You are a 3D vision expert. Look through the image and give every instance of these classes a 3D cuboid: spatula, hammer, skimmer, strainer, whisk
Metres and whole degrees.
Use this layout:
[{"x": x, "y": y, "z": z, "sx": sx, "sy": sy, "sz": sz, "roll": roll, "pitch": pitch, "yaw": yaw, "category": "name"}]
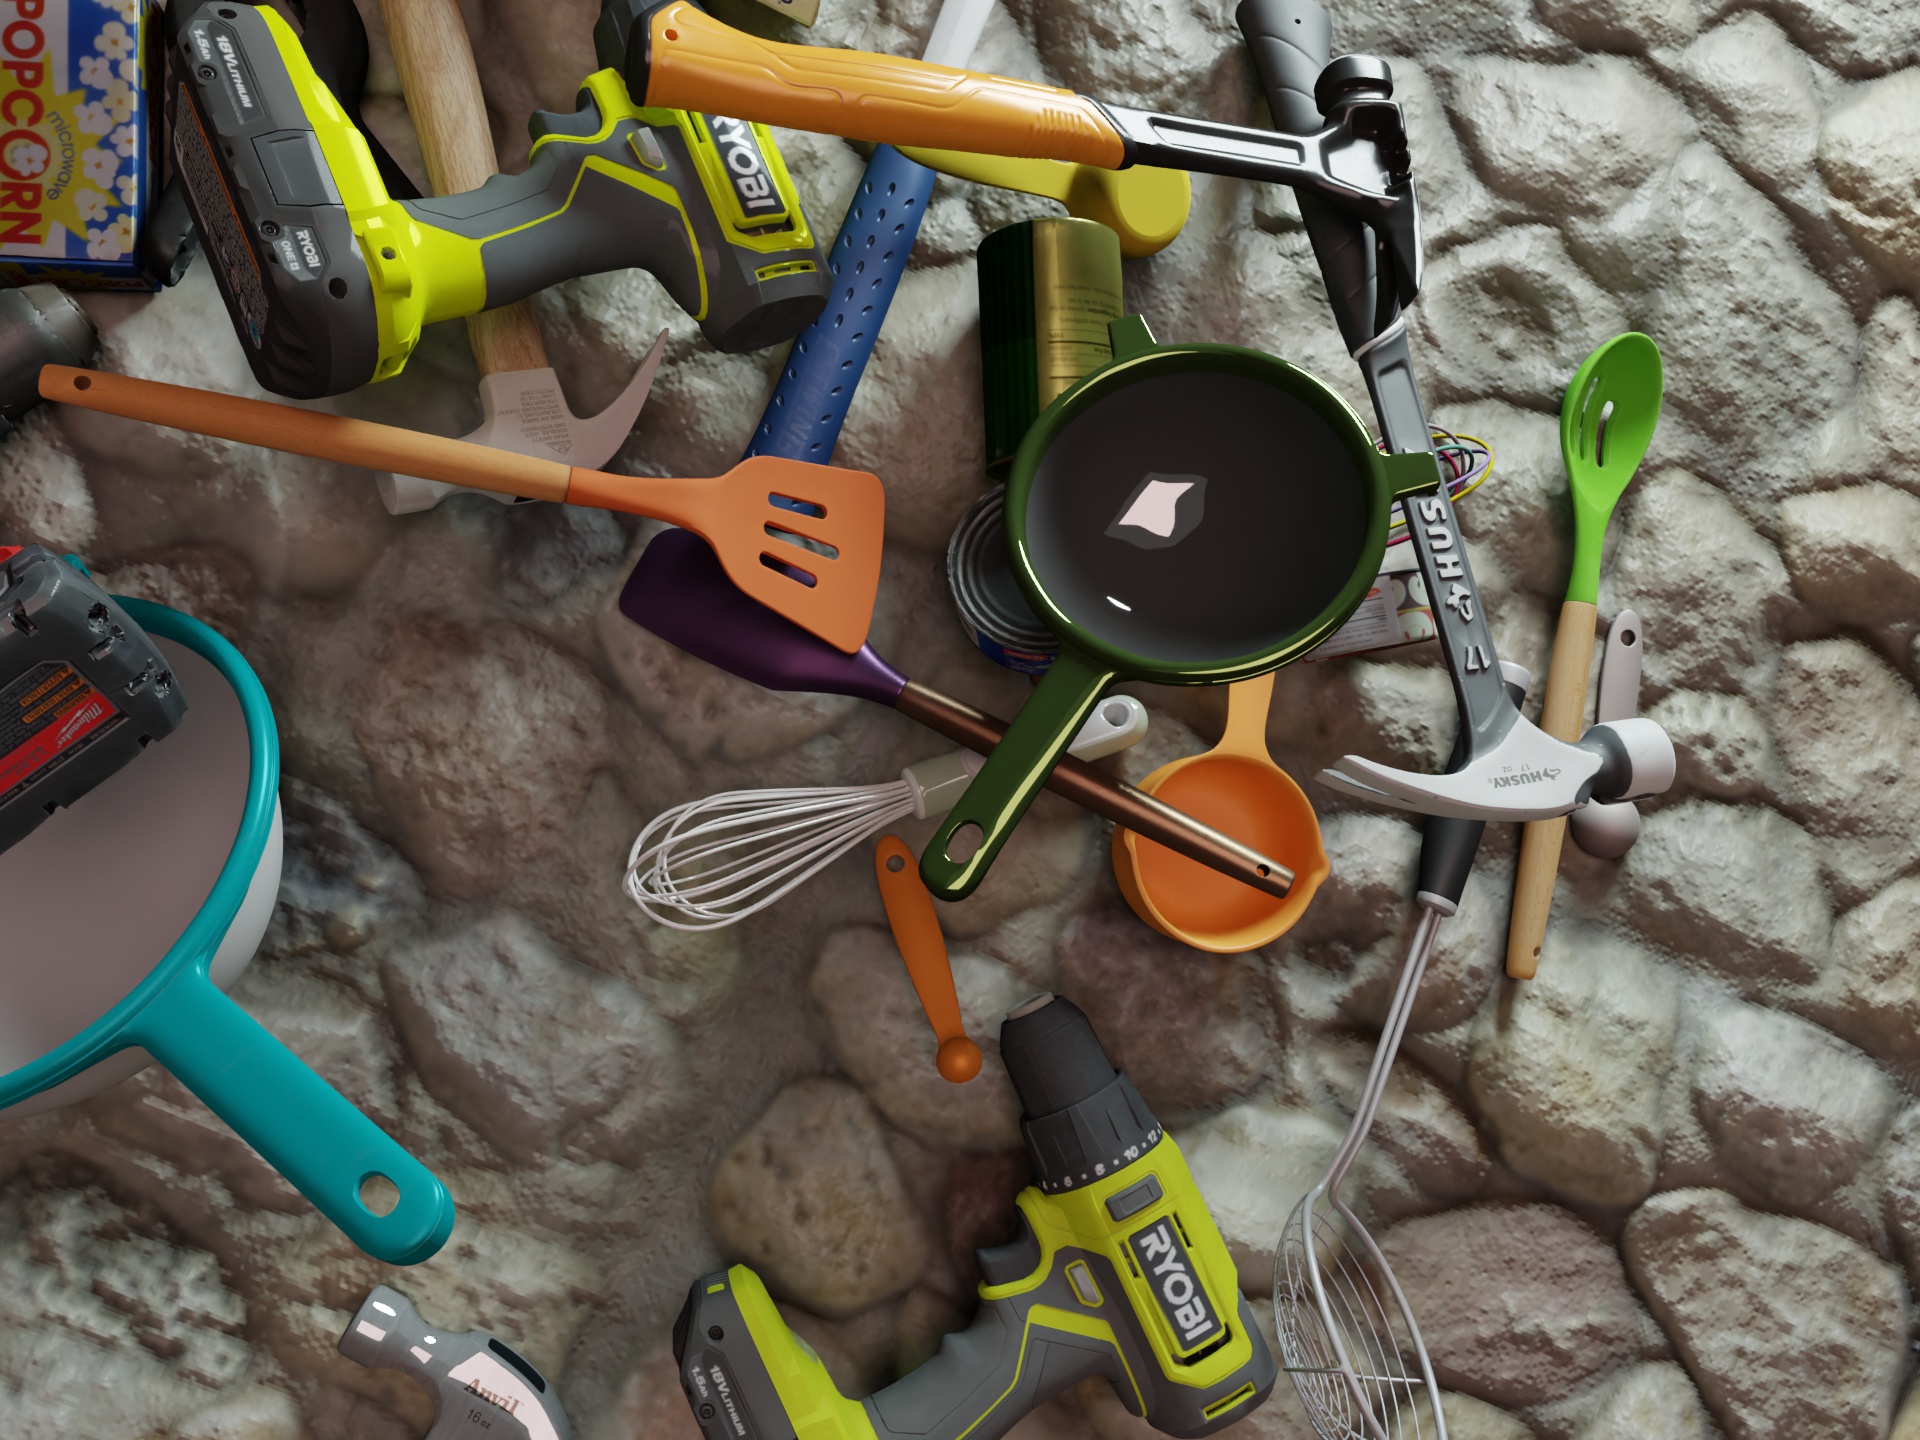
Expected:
[{"x": -0.180, "y": -0.094, "z": 0.626, "sx": 0.322, "sy": 0.041, "sz": 0.081, "roll": 10, "pitch": 79, "yaw": -17, "category": "spatula"}, {"x": 0.185, "y": -0.151, "z": 0.706, "sx": 0.149, "sy": 0.036, "sz": 0.409, "roll": -7, "pitch": 73, "yaw": -15, "category": "hammer"}, {"x": 0.223, "y": 0.146, "z": 0.711, "sx": 0.127, "sy": 0.090, "sz": 0.363, "roll": 36, "pitch": 72, "yaw": -51, "category": "skimmer"}, {"x": -0.212, "y": -0.255, "z": 0.668, "sx": 0.130, "sy": 0.031, "sz": 0.331, "roll": -14, "pitch": 89, "yaw": -29, "category": "hammer"}, {"x": 0.065, "y": -0.030, "z": 0.635, "sx": 0.151, "sy": 0.069, "sz": 0.256, "roll": 31, "pitch": 77, "yaw": 19, "category": "strainer"}, {"x": -0.028, "y": 0.034, "z": 0.696, "sx": 0.246, "sy": 0.059, "sz": 0.058, "roll": -18, "pitch": 62, "yaw": -15, "category": "whisk"}, {"x": -0.001, "y": -0.002, "z": 0.685, "sx": 0.316, "sy": 0.018, "sz": 0.060, "roll": 27, "pitch": 79, "yaw": 7, "category": "spatula"}, {"x": -0.011, "y": -0.275, "z": 0.724, "sx": 0.144, "sy": 0.035, "sz": 0.405, "roll": 22, "pitch": 83, "yaw": -8, "category": "hammer"}, {"x": -0.266, "y": 0.404, "z": 0.633, "sx": 0.128, "sy": 0.033, "sz": 0.331, "roll": 30, "pitch": 82, "yaw": -6, "category": "hammer"}, {"x": -0.288, "y": 0.093, "z": 0.570, "sx": 0.340, "sy": 0.095, "sz": 0.211, "roll": 31, "pitch": 67, "yaw": 23, "category": "strainer"}, {"x": 0.139, "y": -0.076, "z": 0.740, "sx": 0.245, "sy": 0.051, "sz": 0.047, "roll": -26, "pitch": 70, "yaw": -7, "category": "whisk"}, {"x": 0.035, "y": -0.237, "z": 0.649, "sx": 0.336, "sy": 0.034, "sz": 0.127, "roll": 2, "pitch": 70, "yaw": -17, "category": "hammer"}]

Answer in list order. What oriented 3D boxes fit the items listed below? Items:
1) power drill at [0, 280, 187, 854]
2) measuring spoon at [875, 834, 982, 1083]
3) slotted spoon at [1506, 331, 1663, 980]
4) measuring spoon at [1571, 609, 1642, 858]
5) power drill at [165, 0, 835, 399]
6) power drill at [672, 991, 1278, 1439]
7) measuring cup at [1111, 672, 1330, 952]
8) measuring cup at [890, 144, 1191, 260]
[{"x": -0.374, "y": -0.066, "z": 0.583, "sx": 0.188, "sy": 0.080, "sz": 0.227, "roll": -40, "pitch": 58, "yaw": -17, "category": "power drill"}, {"x": -0.016, "y": 0.100, "z": 0.686, "sx": 0.021, "sy": 0.011, "sz": 0.117, "roll": -17, "pitch": 64, "yaw": -6, "category": "measuring spoon"}, {"x": 0.293, "y": -0.031, "z": 0.766, "sx": 0.070, "sy": 0.031, "sz": 0.314, "roll": 12, "pitch": 86, "yaw": -36, "category": "slotted spoon"}, {"x": 0.322, "y": 0.006, "z": 0.775, "sx": 0.034, "sy": 0.018, "sz": 0.124, "roll": 10, "pitch": 84, "yaw": -9, "category": "measuring spoon"}, {"x": -0.177, "y": -0.217, "z": 0.621, "sx": 0.223, "sy": 0.080, "sz": 0.171, "roll": -20, "pitch": 85, "yaw": -32, "category": "power drill"}, {"x": -0.001, "y": 0.242, "z": 0.672, "sx": 0.228, "sy": 0.080, "sz": 0.190, "roll": -25, "pitch": 86, "yaw": -13, "category": "power drill"}, {"x": 0.118, "y": 0.017, "z": 0.721, "sx": 0.095, "sy": 0.052, "sz": 0.174, "roll": 10, "pitch": 83, "yaw": -10, "category": "measuring cup"}, {"x": 0.039, "y": -0.244, "z": 0.704, "sx": 0.156, "sy": 0.029, "sz": 0.062, "roll": 3, "pitch": 99, "yaw": -34, "category": "measuring cup"}]
